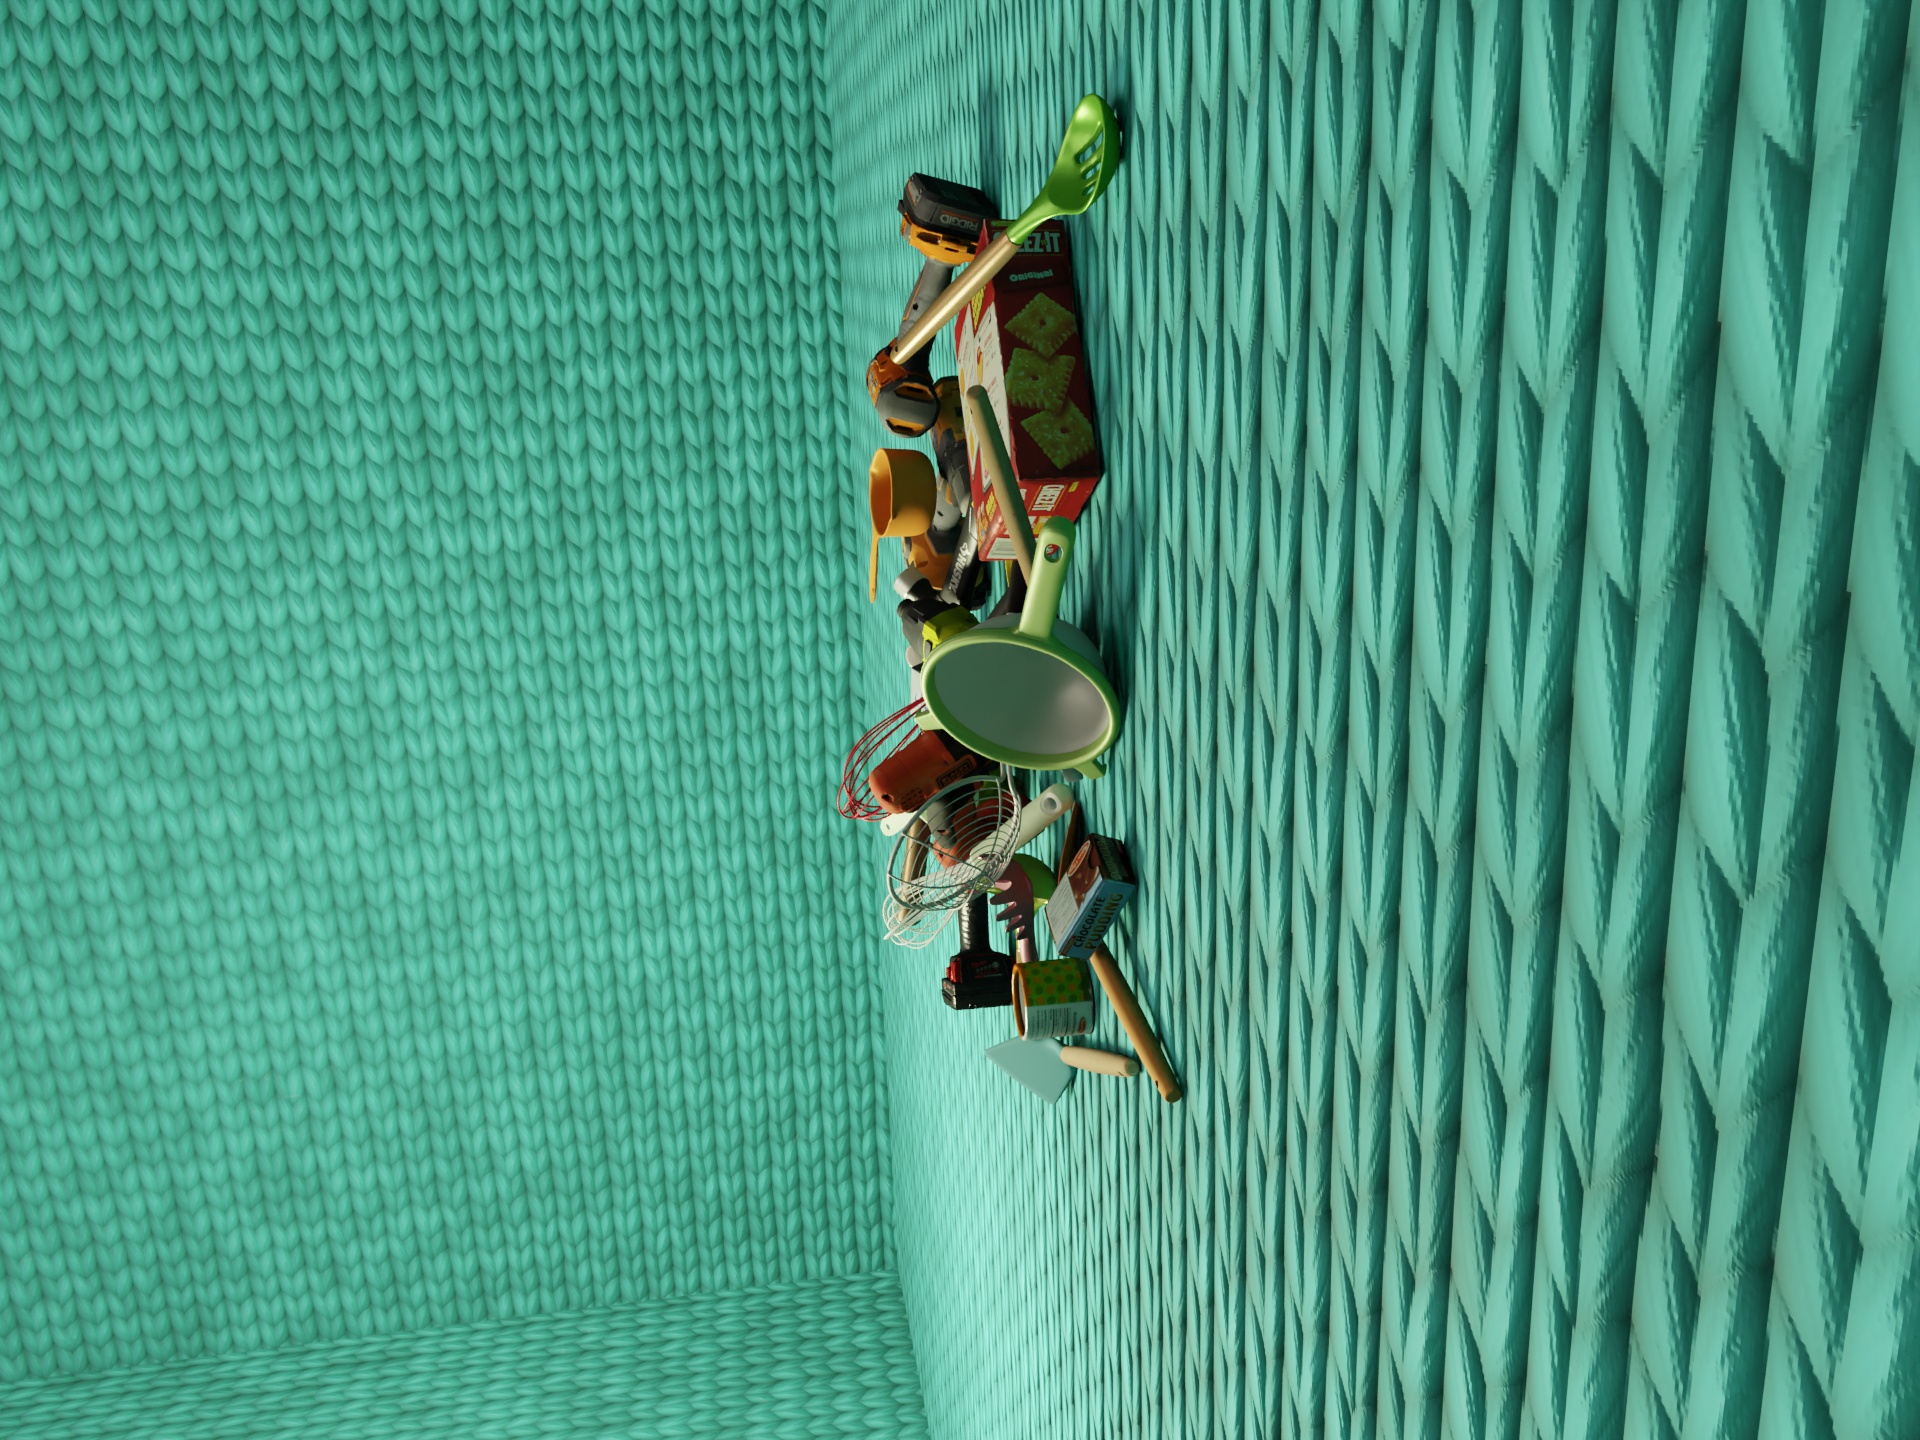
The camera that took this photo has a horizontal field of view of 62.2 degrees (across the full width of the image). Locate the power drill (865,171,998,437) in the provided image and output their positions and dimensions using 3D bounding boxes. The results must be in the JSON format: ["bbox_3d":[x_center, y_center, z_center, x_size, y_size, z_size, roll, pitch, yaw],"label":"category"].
[{"bbox_3d":[-0.039,-0.406,1.547,0.164,0.084,0.226,-108,32,-59],"label":"power drill"}]

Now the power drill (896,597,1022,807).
[{"bbox_3d":[-0.002,-0.005,1.552,0.171,0.080,0.223,37,141,38],"label":"power drill"}]

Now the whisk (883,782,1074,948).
[{"bbox_3d":[0.013,0.127,1.390,0.246,0.059,0.058,-41,81,32],"label":"whisk"}]

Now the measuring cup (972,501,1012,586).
[{"bbox_3d":[0.048,-0.162,1.407,0.029,0.062,0.156,-88,-9,-45],"label":"measuring cup"}]

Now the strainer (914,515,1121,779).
[{"bbox_3d":[0.056,-0.066,1.134,0.256,0.151,0.069,100,-172,-52],"label":"strainer"}]

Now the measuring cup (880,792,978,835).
[{"bbox_3d":[-0.033,0.078,1.547,0.083,0.038,0.167,62,149,7],"label":"measuring cup"}]

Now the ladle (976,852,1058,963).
[{"bbox_3d":[0.059,0.241,1.515,0.062,0.078,0.319,-69,-18,-45],"label":"ladle"}]

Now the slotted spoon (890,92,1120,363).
[{"bbox_3d":[0.026,-0.334,1.135,0.314,0.031,0.070,-31,62,55],"label":"slotted spoon"}]

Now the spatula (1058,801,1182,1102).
[{"bbox_3d":[0.114,0.175,1.199,0.323,0.041,0.081,-116,23,-59],"label":"spatula"}]

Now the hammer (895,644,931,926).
[{"bbox_3d":[-0.037,0.067,1.759,0.130,0.031,0.331,-20,-60,-65],"label":"hammer"}]

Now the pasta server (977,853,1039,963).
[{"bbox_3d":[0.057,0.231,1.419,0.060,0.040,0.315,-105,4,-48],"label":"pasta server"}]

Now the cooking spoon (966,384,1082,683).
[{"bbox_3d":[0.051,-0.116,1.168,0.318,0.017,0.069,68,176,-45],"label":"cooking spoon"}]

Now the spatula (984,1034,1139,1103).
[{"bbox_3d":[0.092,0.290,1.323,0.044,0.082,0.317,-53,3,-14],"label":"spatula"}]

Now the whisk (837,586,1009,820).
[{"bbox_3d":[-0.015,-0.019,1.402,0.295,0.073,0.073,-51,26,19],"label":"whisk"}]

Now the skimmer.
[{"bbox_3d":[0.014,-0.024,1.297,0.127,0.090,0.363,38,-126,-53],"label":"skimmer"}]

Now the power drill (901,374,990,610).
[{"bbox_3d":[-0.003,-0.210,1.625,0.226,0.084,0.186,100,162,-46],"label":"power drill"}]

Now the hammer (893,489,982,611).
[{"bbox_3d":[0.021,-0.181,1.467,0.146,0.035,0.334,46,147,19],"label":"hammer"}]

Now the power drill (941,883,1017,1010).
[{"bbox_3d":[0.017,0.194,1.699,0.143,0.078,0.220,141,125,-80],"label":"power drill"}]

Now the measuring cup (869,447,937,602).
[{"bbox_3d":[-0.061,-0.193,1.603,0.095,0.052,0.173,-113,25,-48],"label":"measuring cup"}]
